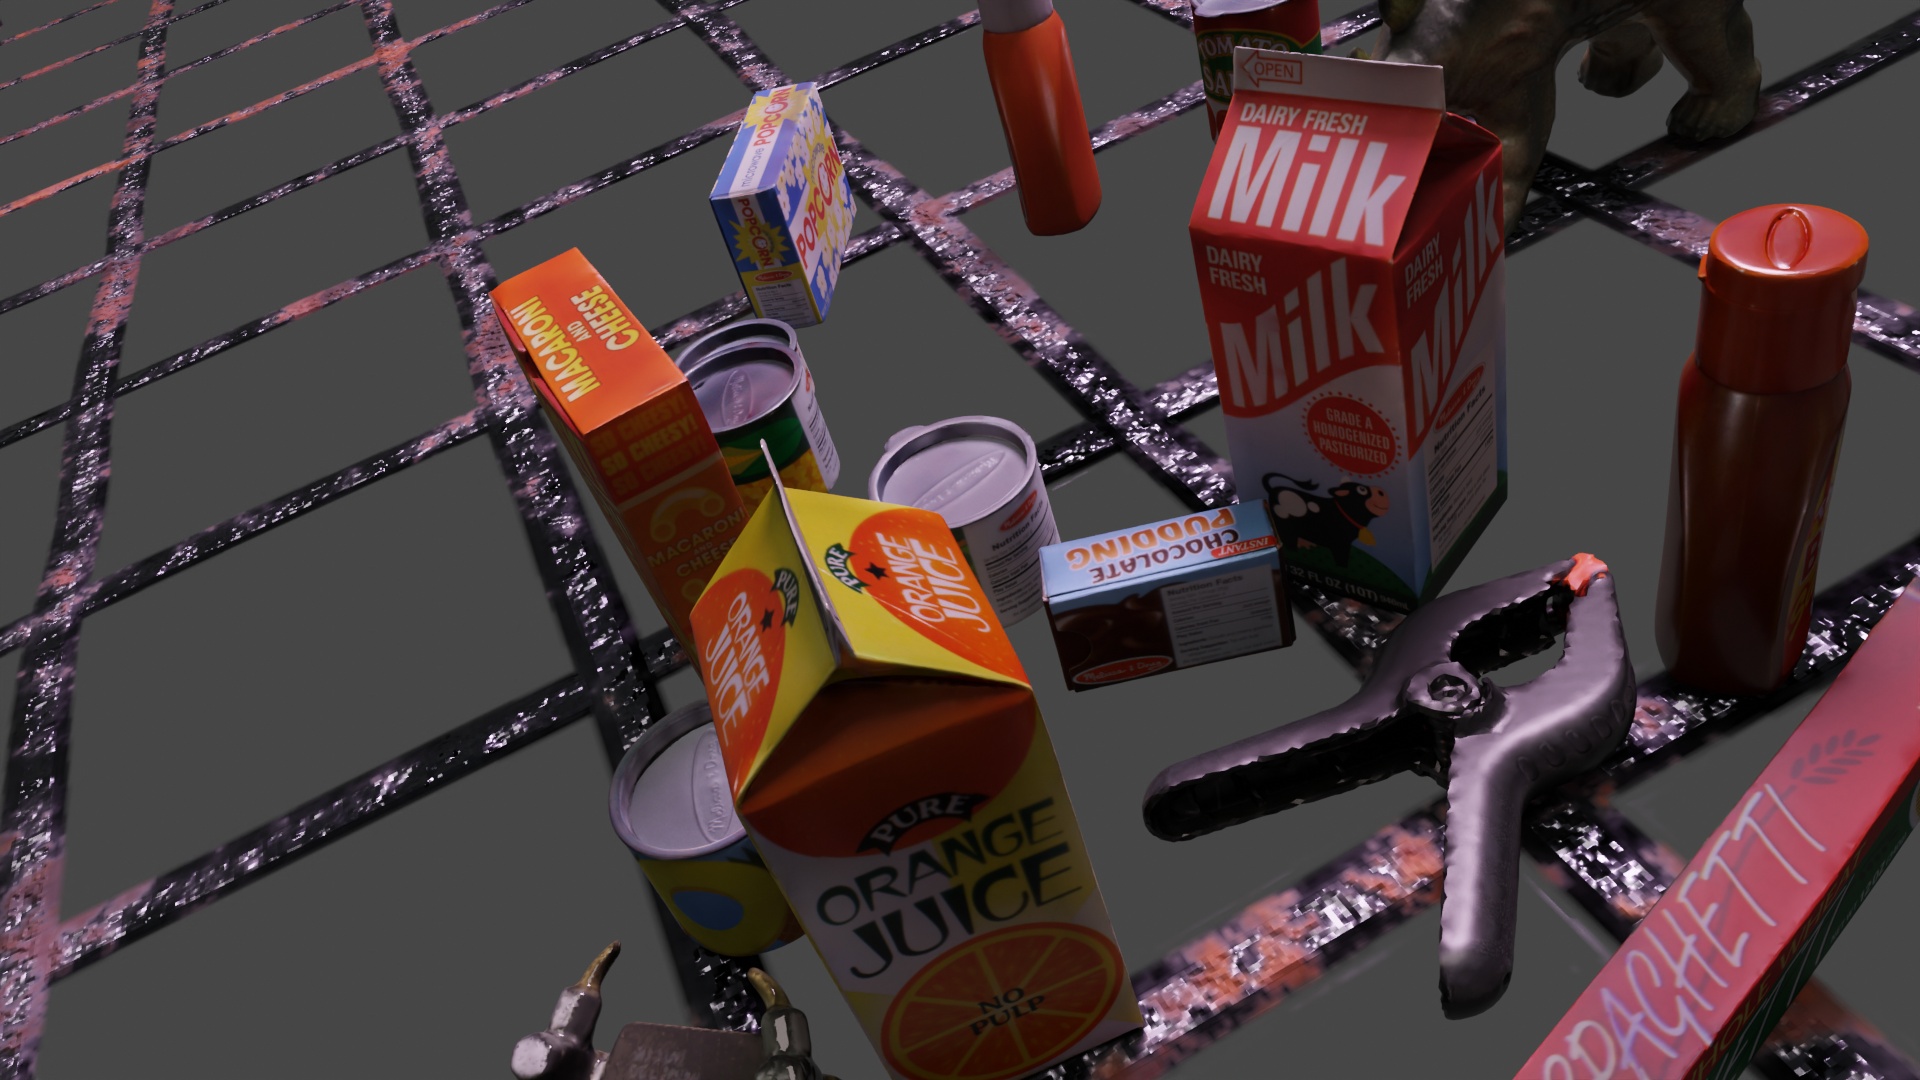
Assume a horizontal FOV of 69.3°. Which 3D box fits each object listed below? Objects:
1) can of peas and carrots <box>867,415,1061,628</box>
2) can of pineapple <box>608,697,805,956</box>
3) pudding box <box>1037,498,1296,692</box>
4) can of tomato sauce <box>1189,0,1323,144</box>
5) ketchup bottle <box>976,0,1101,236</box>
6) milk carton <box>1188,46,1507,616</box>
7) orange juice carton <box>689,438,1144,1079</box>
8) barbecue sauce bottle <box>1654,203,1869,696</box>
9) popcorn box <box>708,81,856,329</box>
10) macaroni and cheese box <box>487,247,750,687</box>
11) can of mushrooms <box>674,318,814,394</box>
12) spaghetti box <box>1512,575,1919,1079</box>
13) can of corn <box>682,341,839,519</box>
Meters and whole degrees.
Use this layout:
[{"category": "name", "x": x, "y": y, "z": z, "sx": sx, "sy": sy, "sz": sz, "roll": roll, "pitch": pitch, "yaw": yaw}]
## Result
[{"category": "can of peas and carrots", "x": 0.002, "y": -0.007, "z": 0.544, "sx": 0.071, "sy": 0.058, "sz": 0.071, "roll": -11, "pitch": 40, "yaw": 10}, {"category": "can of pineapple", "x": -0.072, "y": 0.093, "z": 0.458, "sx": 0.071, "sy": 0.057, "sz": 0.071, "roll": -11, "pitch": 40, "yaw": 10}, {"category": "pudding box", "x": 0.073, "y": 0.020, "z": 0.492, "sx": 0.084, "sy": 0.049, "sz": 0.030, "roll": -13, "pitch": 40, "yaw": 7}, {"category": "can of tomato sauce", "x": 0.162, "y": -0.261, "z": 0.754, "sx": 0.071, "sy": 0.082, "sz": 0.071, "roll": -11, "pitch": 40, "yaw": 10}, {"category": "ketchup bottle", "x": 0.039, "y": -0.237, "z": 0.723, "sx": 0.043, "sy": 0.148, "sz": 0.065, "roll": -6, "pitch": 41, "yaw": 16}, {"category": "milk carton", "x": 0.133, "y": -0.072, "z": 0.464, "sx": 0.072, "sy": 0.189, "sz": 0.074, "roll": 21, "pitch": 54, "yaw": 38}, {"category": "orange juice carton", "x": -0.013, "y": 0.064, "z": 0.363, "sx": 0.073, "sy": 0.191, "sz": 0.072, "roll": -22, "pitch": 40, "yaw": -4}, {"category": "barbecue sauce bottle", "x": 0.231, "y": -0.024, "z": 0.404, "sx": 0.043, "sy": 0.147, "sz": 0.065, "roll": 9, "pitch": 47, "yaw": 30}, {"category": "popcorn box", "x": -0.095, "y": -0.185, "z": 0.765, "sx": 0.038, "sy": 0.084, "sz": 0.127, "roll": -8, "pitch": 41, "yaw": 13}, {"category": "macaroni and cheese box", "x": -0.104, "y": -0.007, "z": 0.501, "sx": 0.040, "sy": 0.165, "sz": 0.124, "roll": -30, "pitch": 41, "yaw": -13}, {"category": "can of mushrooms", "x": -0.109, "y": -0.076, "z": 0.686, "sx": 0.071, "sy": 0.033, "sz": 0.071, "roll": -11, "pitch": 40, "yaw": 9}, {"category": "spaghetti box", "x": 0.194, "y": 0.103, "z": 0.350, "sx": 0.251, "sy": 0.050, "sz": 0.029, "roll": -39, "pitch": 43, "yaw": -22}, {"category": "can of corn", "x": -0.096, "y": -0.046, "z": 0.627, "sx": 0.071, "sy": 0.058, "sz": 0.071, "roll": -11, "pitch": 40, "yaw": 10}]
